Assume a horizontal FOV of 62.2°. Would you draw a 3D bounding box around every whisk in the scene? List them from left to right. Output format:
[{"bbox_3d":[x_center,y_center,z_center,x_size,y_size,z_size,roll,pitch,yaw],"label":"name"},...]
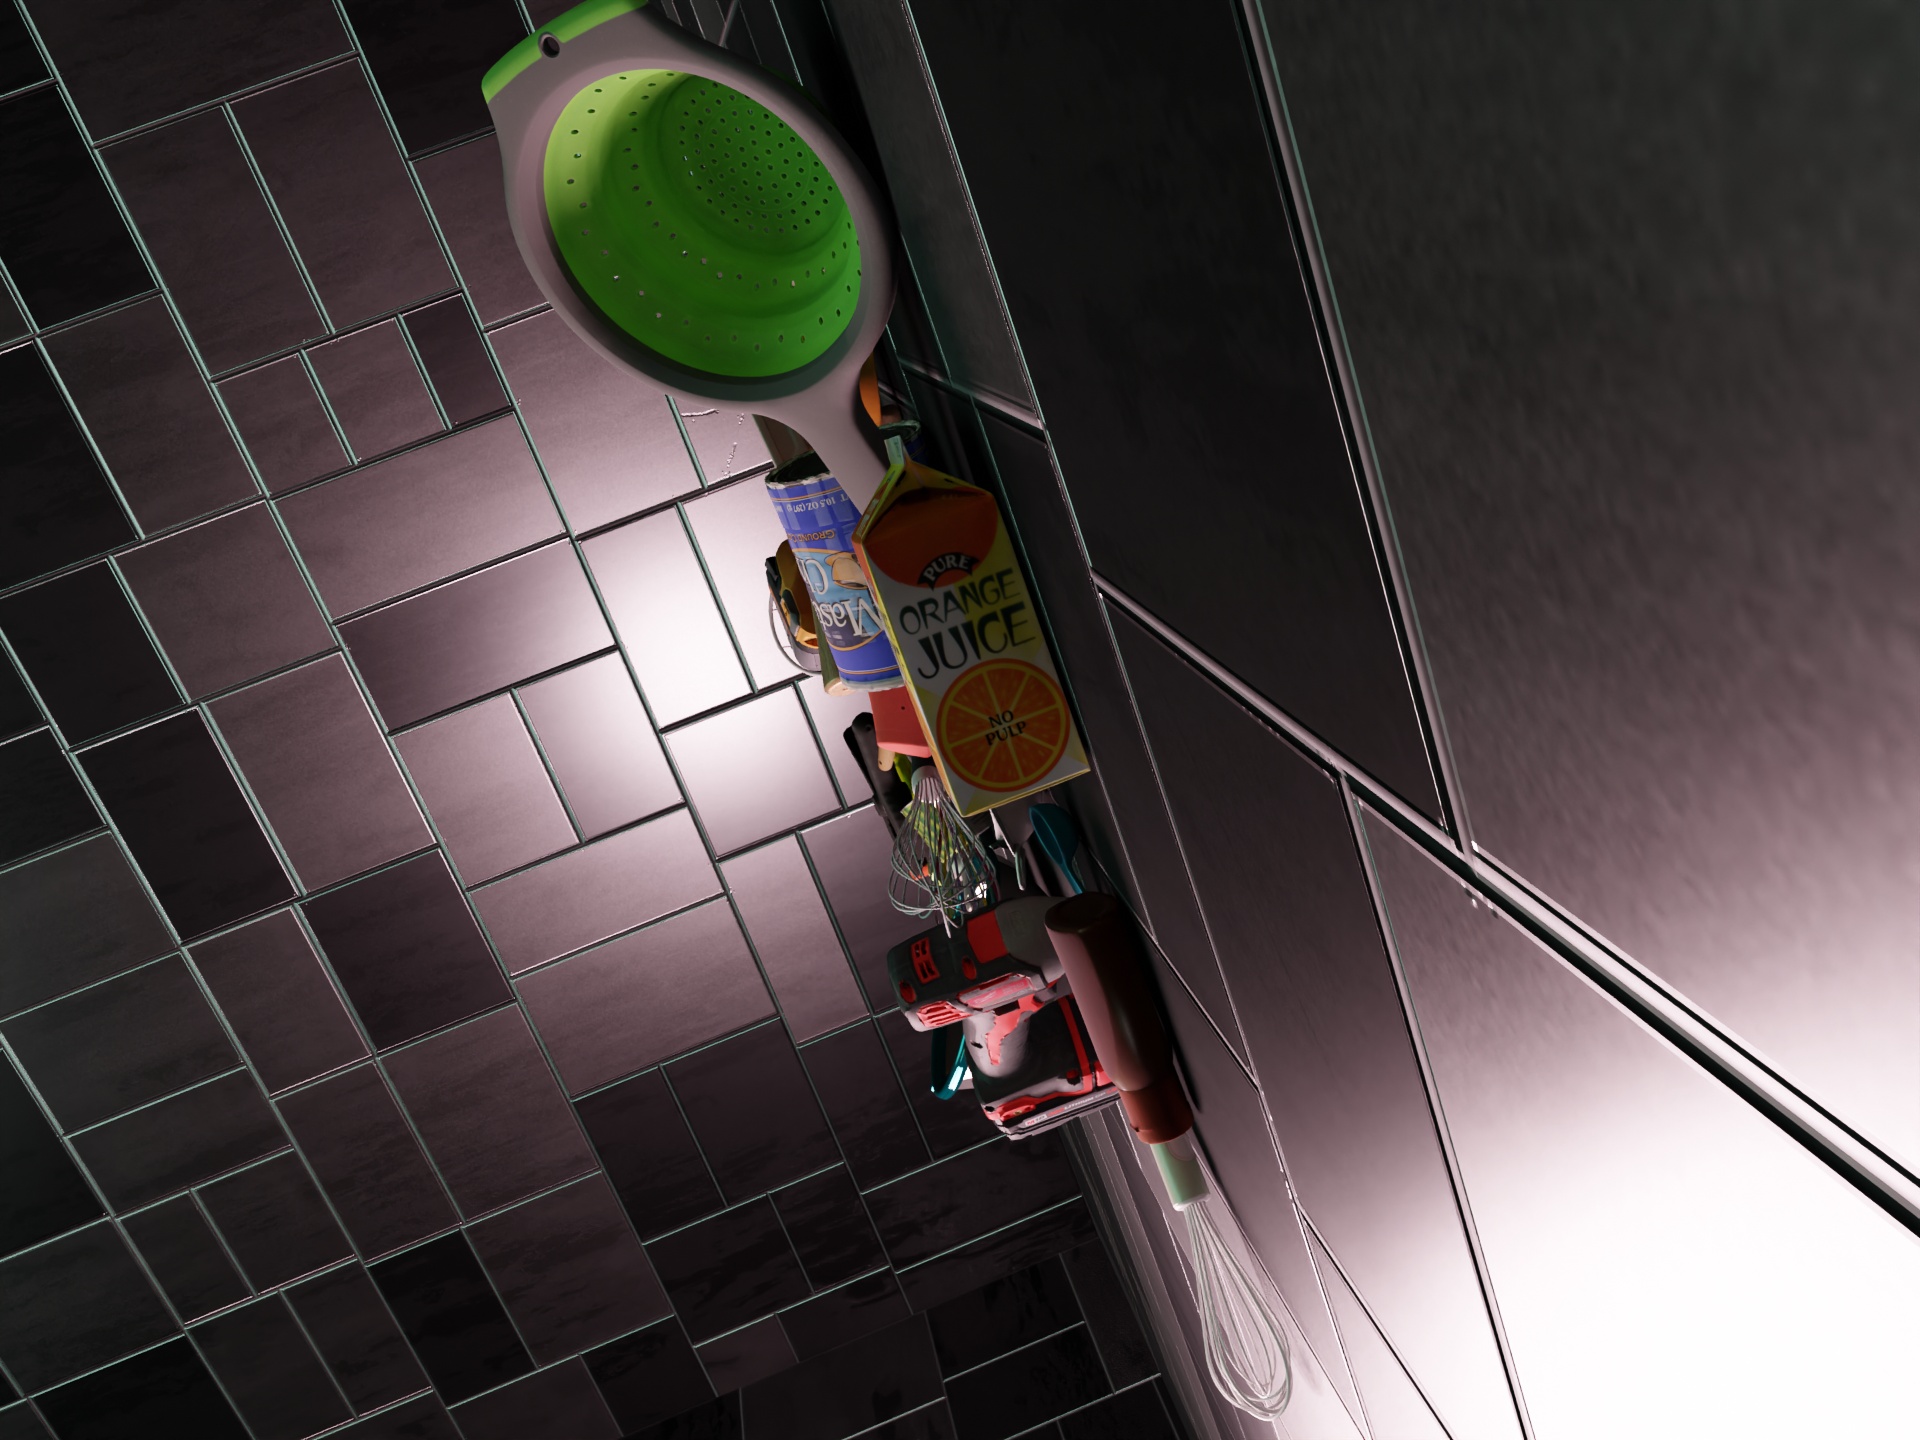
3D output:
[{"bbox_3d":[-0.020,0.059,1.083,0.285,0.070,0.070,-100,-9,-67],"label":"whisk"},{"bbox_3d":[-0.008,0.078,1.231,0.245,0.047,0.051,-103,28,-42],"label":"whisk"},{"bbox_3d":[0.148,0.307,0.990,0.059,0.057,0.247,-51,51,45],"label":"whisk"}]

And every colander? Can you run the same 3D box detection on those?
[{"bbox_3d":[-0.078,-0.212,0.859,0.396,0.204,0.095,53,-140,-31],"label":"colander"}]

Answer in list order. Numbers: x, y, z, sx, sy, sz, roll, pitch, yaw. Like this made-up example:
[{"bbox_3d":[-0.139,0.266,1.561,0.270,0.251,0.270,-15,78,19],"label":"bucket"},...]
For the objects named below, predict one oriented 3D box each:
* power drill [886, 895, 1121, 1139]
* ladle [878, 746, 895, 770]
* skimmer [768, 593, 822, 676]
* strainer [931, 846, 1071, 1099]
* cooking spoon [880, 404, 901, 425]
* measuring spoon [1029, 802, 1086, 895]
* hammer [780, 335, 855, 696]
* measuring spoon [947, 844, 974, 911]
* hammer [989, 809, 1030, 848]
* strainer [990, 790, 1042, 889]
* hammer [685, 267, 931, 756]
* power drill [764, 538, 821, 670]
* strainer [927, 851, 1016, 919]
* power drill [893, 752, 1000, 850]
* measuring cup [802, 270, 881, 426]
[{"bbox_3d":[0.049,0.193,1.073,0.219,0.143,0.079,63,-174,-51],"label":"power drill"},{"bbox_3d":[-0.064,-0.029,1.319,0.078,0.062,0.320,54,159,20],"label":"ladle"},{"bbox_3d":[-0.146,-0.204,1.385,0.127,0.090,0.362,16,137,30],"label":"skimmer"},{"bbox_3d":[0.053,0.202,1.270,0.340,0.095,0.211,128,153,-73],"label":"strainer"},{"bbox_3d":[-0.024,-0.079,1.147,0.069,0.017,0.318,-120,16,-55],"label":"cooking spoon"},{"bbox_3d":[0.083,0.104,0.976,0.129,0.021,0.042,58,168,12],"label":"measuring spoon"},{"bbox_3d":[-0.113,-0.173,1.170,0.130,0.031,0.331,-41,55,54],"label":"hammer"},{"bbox_3d":[-0.001,0.134,1.349,0.124,0.018,0.034,-106,29,-75],"label":"measuring spoon"},{"bbox_3d":[-0.019,-0.058,1.334,0.127,0.034,0.337,74,174,-60],"label":"hammer"},{"bbox_3d":[-0.002,-0.004,1.114,0.259,0.050,0.086,59,-177,17],"label":"strainer"},{"bbox_3d":[-0.088,-0.142,1.102,0.036,0.149,0.359,96,149,-77],"label":"hammer"},{"bbox_3d":[-0.108,-0.176,1.293,0.226,0.084,0.186,103,150,-48],"label":"power drill"},{"bbox_3d":[0.060,0.228,1.496,0.256,0.069,0.151,65,-167,8],"label":"strainer"},{"bbox_3d":[-0.011,0.047,1.492,0.191,0.080,0.228,63,173,11],"label":"power drill"},{"bbox_3d":[-0.083,-0.241,1.009,0.173,0.052,0.095,100,159,-74],"label":"measuring cup"}]
